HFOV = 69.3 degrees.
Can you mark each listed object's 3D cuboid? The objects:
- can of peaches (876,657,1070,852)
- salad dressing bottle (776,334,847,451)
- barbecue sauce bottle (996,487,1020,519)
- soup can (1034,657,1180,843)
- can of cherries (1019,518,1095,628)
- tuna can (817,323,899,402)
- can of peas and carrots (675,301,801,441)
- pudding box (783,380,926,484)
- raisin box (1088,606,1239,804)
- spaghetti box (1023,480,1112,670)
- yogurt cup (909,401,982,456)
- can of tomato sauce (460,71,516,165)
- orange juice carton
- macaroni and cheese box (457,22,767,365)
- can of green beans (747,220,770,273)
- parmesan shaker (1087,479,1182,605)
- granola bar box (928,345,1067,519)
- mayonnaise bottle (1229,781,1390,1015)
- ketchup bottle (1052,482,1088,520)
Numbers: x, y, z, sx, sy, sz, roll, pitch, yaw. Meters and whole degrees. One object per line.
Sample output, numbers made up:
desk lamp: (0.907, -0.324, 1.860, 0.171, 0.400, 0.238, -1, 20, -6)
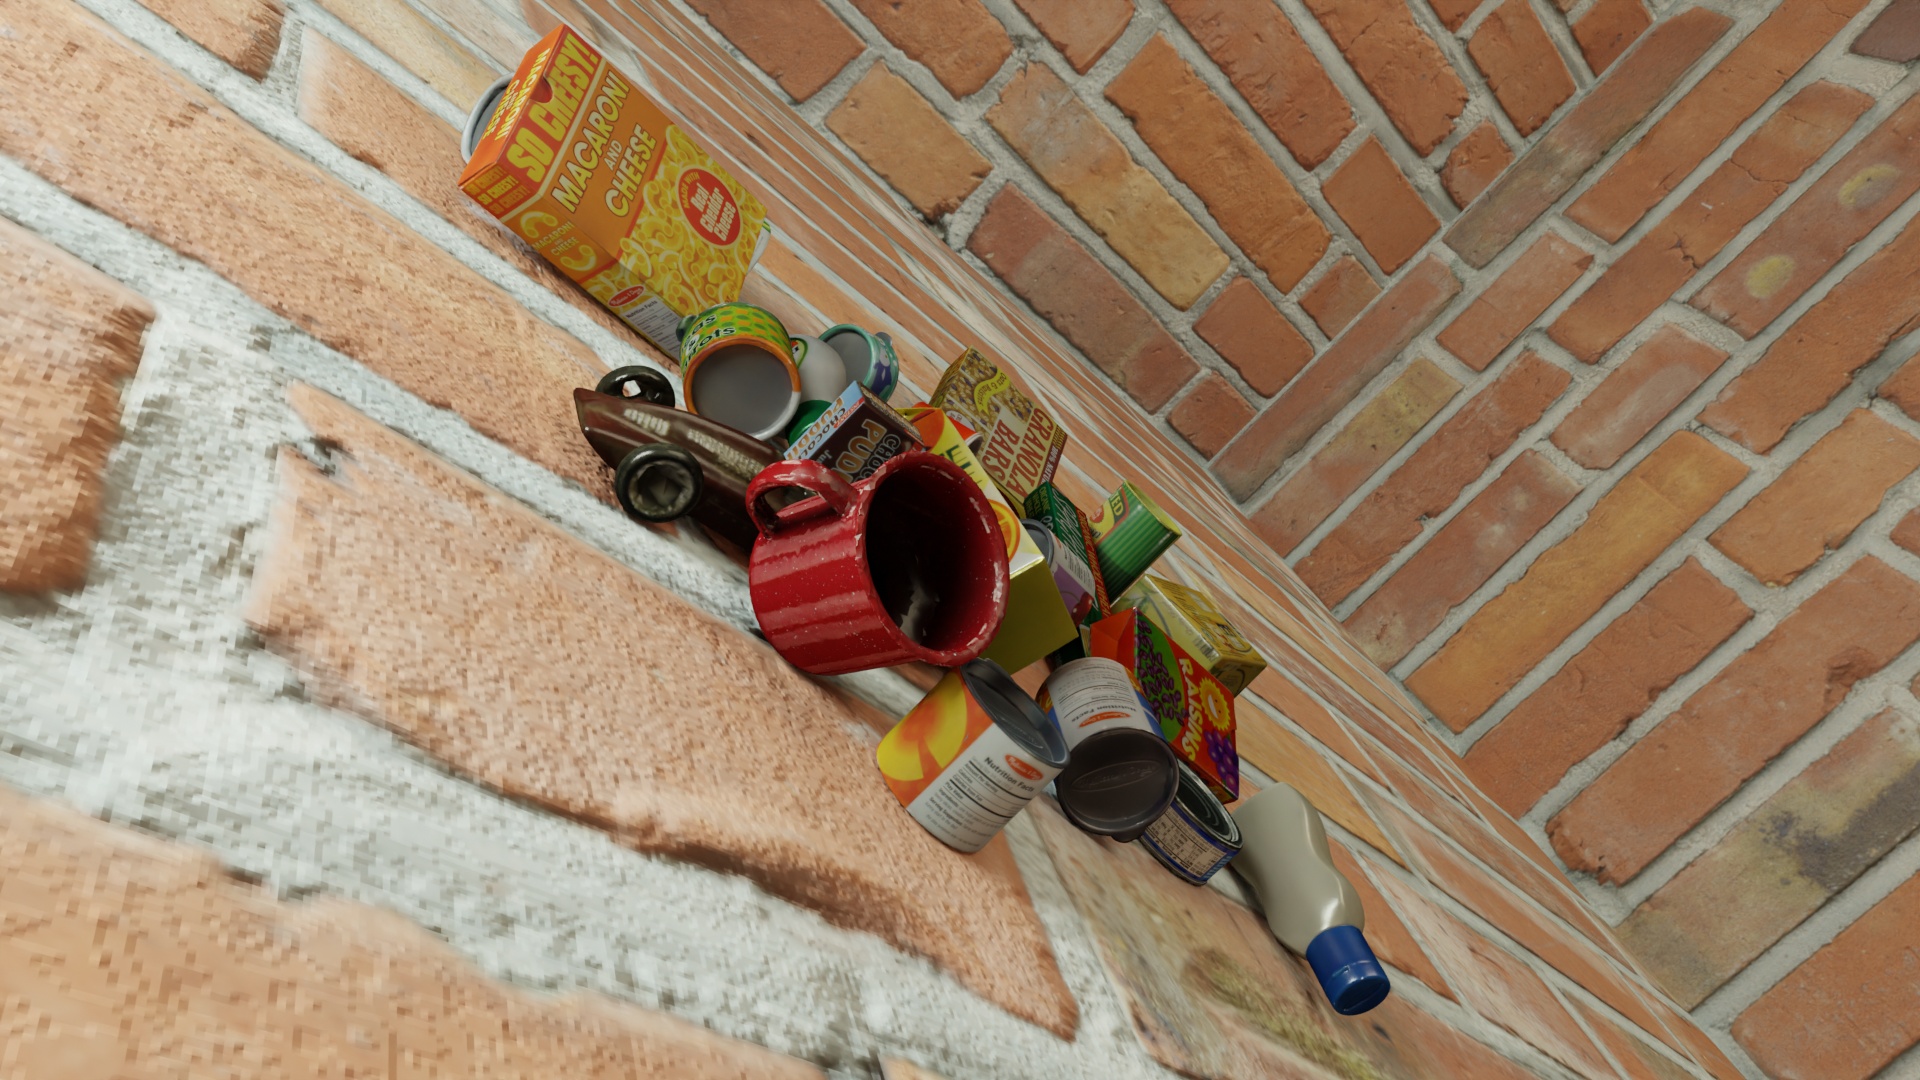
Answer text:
can of peaches: (0.005, 0.093, 0.613, 0.071, 0.058, 0.071, 41, 12, -11)
salad dressing bottle: (-0.093, -0.082, 0.846, 0.044, 0.064, 0.148, 34, 12, -26)
barbecue sauce bottle: (0.004, -0.012, 0.984, 0.065, 0.043, 0.149, 50, 14, 6)
soup can: (0.079, 0.114, 0.766, 0.071, 0.071, 0.084, 40, 12, -19)
can of cherries: (0.046, 0.029, 0.931, 0.058, 0.071, 0.072, 41, 11, -43)
tuna can: (-0.080, -0.128, 1.030, 0.071, 0.071, 0.033, 51, 15, 30)
can of peas and carrots: (-0.128, -0.097, 0.792, 0.071, 0.071, 0.059, 38, 14, -28)
pudding box: (-0.066, -0.041, 0.767, 0.049, 0.083, 0.030, 38, 16, -31)
raisin box: (0.134, 0.112, 0.910, 0.123, 0.040, 0.086, 40, 39, -34)
spaghetti box: (0.083, 0.037, 1.025, 0.050, 0.028, 0.251, 39, 22, -24)
yogurt cup: (-0.024, -0.066, 1.030, 0.054, 0.072, 0.072, 38, 11, 9)
can of tomato sauce: (-0.253, -0.236, 0.855, 0.083, 0.071, 0.071, 28, 20, -50)
orange juice carton: (-0.011, -0.008, 0.809, 0.193, 0.073, 0.071, 58, -5, 46)
macaroni and cheese box: (-0.196, -0.201, 0.817, 0.166, 0.040, 0.124, 40, 45, -36)
can of green beans: (-0.185, -0.230, 1.045, 0.057, 0.071, 0.071, 37, 14, -33)
parmesan shaker: (0.126, 0.009, 1.161, 0.071, 0.103, 0.071, 42, 12, -11)
granola bar box: (0.027, -0.086, 1.195, 0.124, 0.039, 0.166, 42, 31, -12)
mayonnaise bottle: (0.213, 0.220, 0.854, 0.041, 0.064, 0.149, 41, 16, -35)
ketchup bottle: (0.067, -0.041, 1.276, 0.149, 0.043, 0.065, 49, 19, 24)
